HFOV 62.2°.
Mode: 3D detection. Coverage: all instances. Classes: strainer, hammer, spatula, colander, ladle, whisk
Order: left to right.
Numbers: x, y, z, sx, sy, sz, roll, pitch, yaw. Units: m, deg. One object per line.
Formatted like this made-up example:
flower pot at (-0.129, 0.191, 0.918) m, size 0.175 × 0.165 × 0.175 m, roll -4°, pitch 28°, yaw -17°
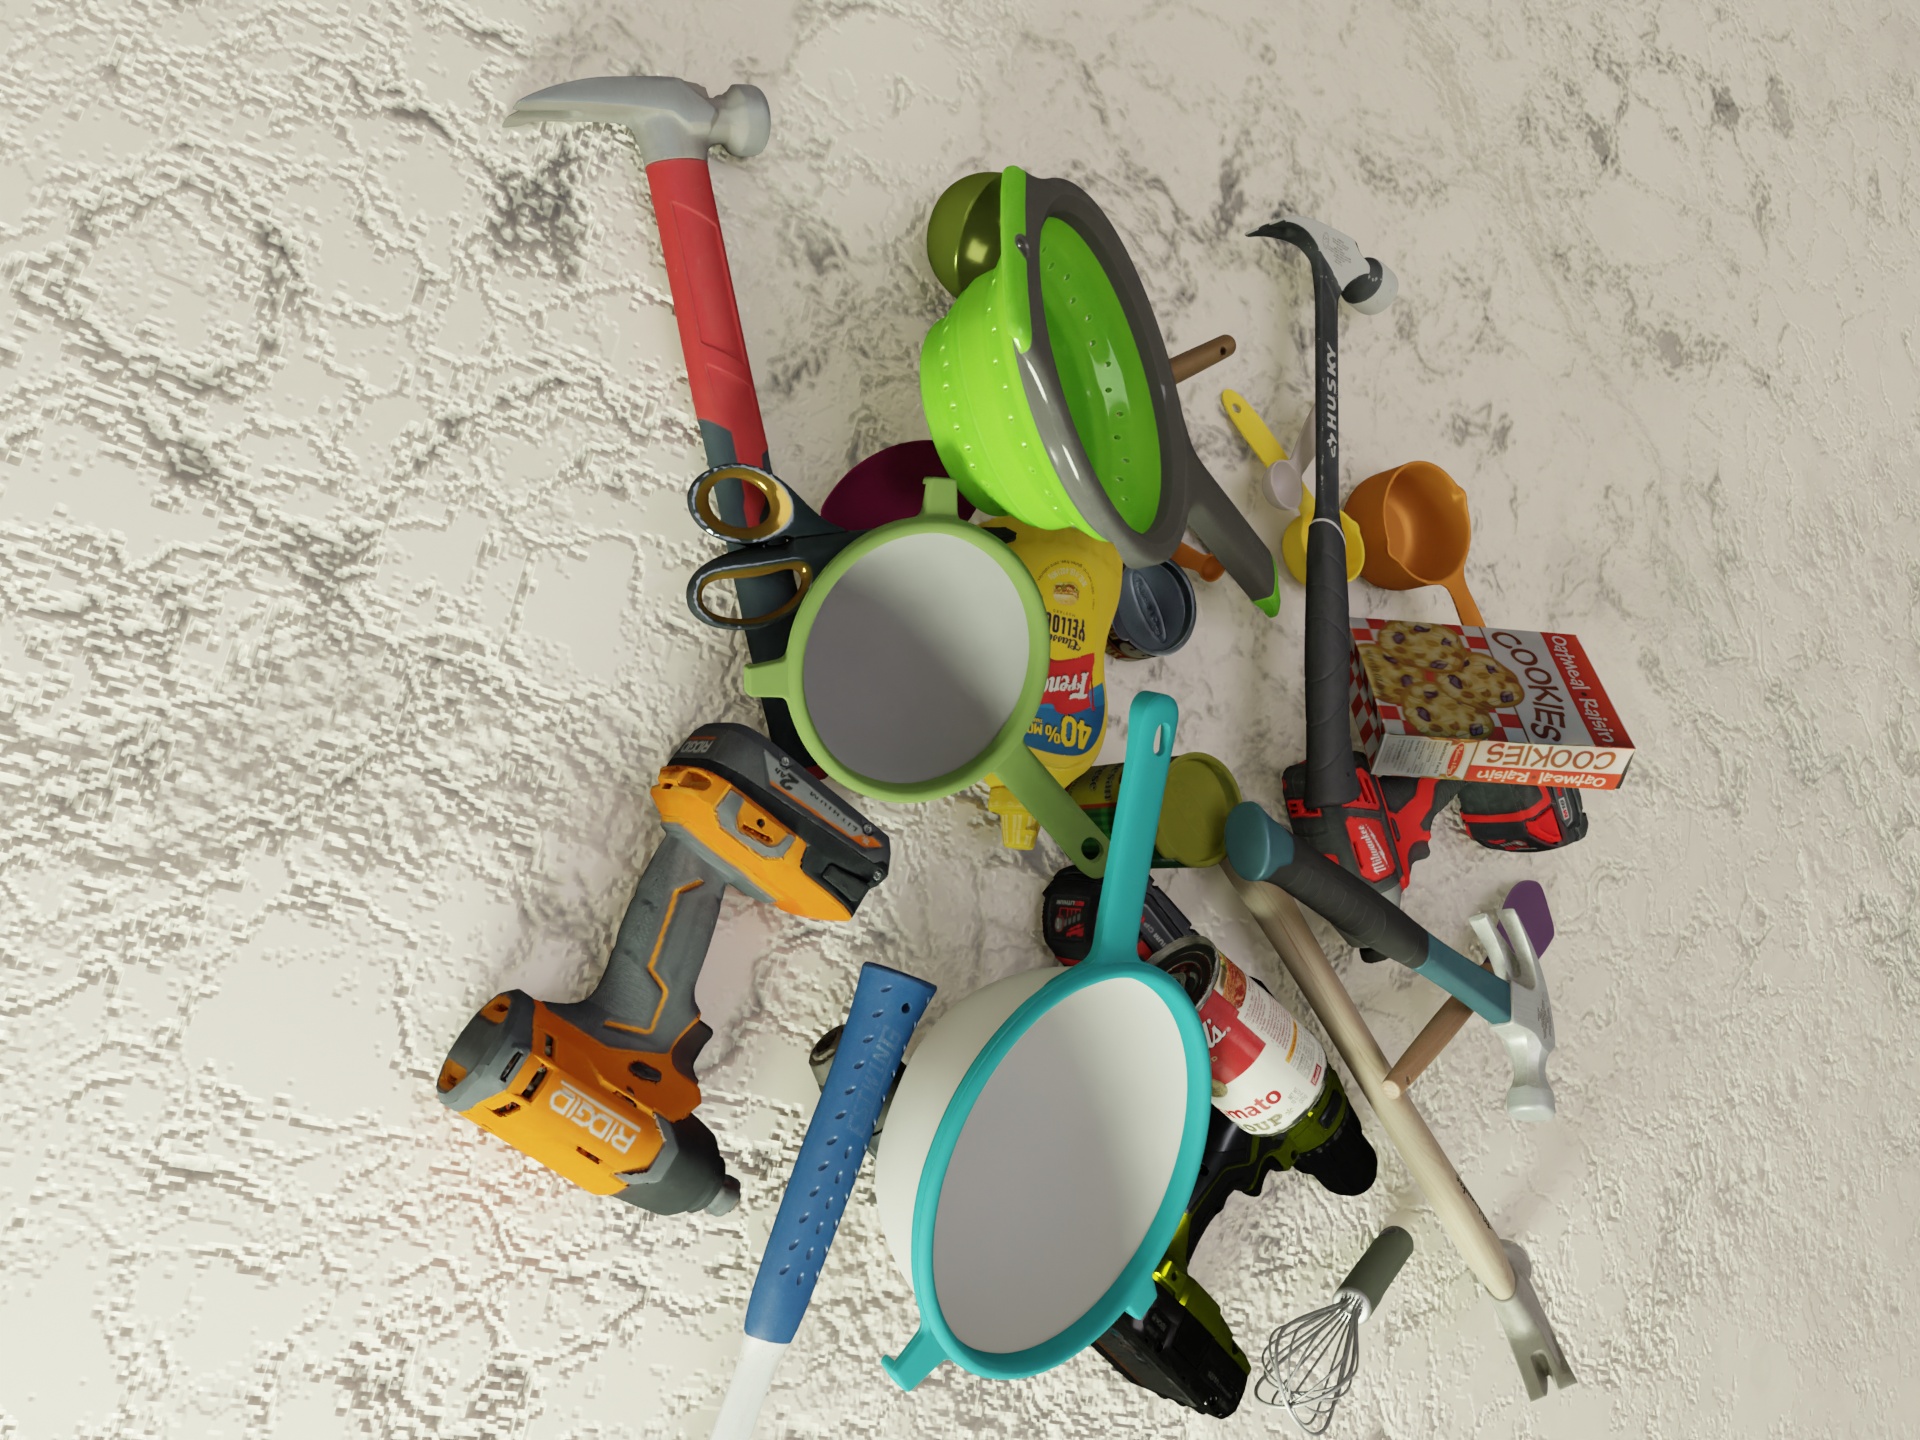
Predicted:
hammer at (-0.136, -0.152, 0.858) m, size 0.143 × 0.038 × 0.386 m, roll -13°, pitch 91°, yaw -31°
hammer at (-0.105, 0.317, 0.792) m, size 0.144 × 0.035 × 0.405 m, roll 24°, pitch 82°, yaw -27°
strainer at (-0.001, -0.003, 0.869) m, size 0.151 × 0.069 × 0.256 m, roll -48°, pitch 121°, yaw -10°
strainer at (0.039, 0.147, 0.797) m, size 0.210 × 0.095 × 0.340 m, roll 7°, pitch 95°, yaw -46°
colander at (0.082, -0.143, 0.909) m, size 0.396 × 0.094 × 0.205 m, roll 36°, pitch 47°, yaw -53°
ladle at (0.093, -0.206, 0.997) m, size 0.320 × 0.062 × 0.078 m, roll 45°, pitch 64°, yaw -23°
hammer at (0.240, -0.142, 1.045) m, size 0.149 × 0.036 × 0.409 m, roll 17°, pitch 70°, yaw -43°
whisk at (0.239, 0.366, 0.981) m, size 0.246 × 0.058 × 0.059 m, roll -10°, pitch 74°, yaw -59°
hammer at (0.277, 0.245, 1.033) m, size 0.038 × 0.146 × 0.410 m, roll -31°, pitch 99°, yaw 12°
hammer at (0.274, 0.137, 0.982) m, size 0.330 × 0.033 × 0.128 m, roll 32°, pitch 53°, yaw -34°
spatula at (0.353, 0.180, 1.088) m, size 0.316 × 0.018 × 0.060 m, roll -26°, pitch 99°, yaw -50°

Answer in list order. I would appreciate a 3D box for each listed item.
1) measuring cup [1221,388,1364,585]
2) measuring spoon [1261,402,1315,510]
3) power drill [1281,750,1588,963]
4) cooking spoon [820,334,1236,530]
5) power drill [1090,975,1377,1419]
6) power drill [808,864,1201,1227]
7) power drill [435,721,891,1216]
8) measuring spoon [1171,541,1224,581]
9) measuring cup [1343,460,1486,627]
measuring cup at (0.220, -0.158, 1.093) m, size 0.062 × 0.029 × 0.156 m, roll -35°, pitch 91°, yaw -32°
measuring spoon at (0.230, -0.185, 1.085) m, size 0.034 × 0.018 × 0.124 m, roll 50°, pitch 50°, yaw -22°
power drill at (0.326, 0.070, 1.101) m, size 0.219 × 0.078 × 0.143 m, roll -19°, pitch 94°, yaw -29°
cooking spoon at (0.049, -0.169, 0.945) m, size 0.319 × 0.017 × 0.068 m, roll -30°, pitch 115°, yaw -26°
power drill at (0.167, 0.297, 0.975) m, size 0.190 × 0.080 × 0.228 m, roll 50°, pitch 60°, yaw -26°
power drill at (0.035, 0.183, 0.908) m, size 0.187 × 0.080 × 0.227 m, roll 49°, pitch 66°, yaw -18°
power drill at (-0.132, 0.133, 0.807) m, size 0.164 × 0.084 × 0.226 m, roll 41°, pitch 69°, yaw -24°
measuring spoon at (0.124, -0.116, 1.032) m, size 0.116 × 0.011 × 0.021 m, roll 18°, pitch 106°, yaw -27°
measuring cup at (0.332, -0.100, 1.136) m, size 0.095 × 0.052 × 0.173 m, roll -36°, pitch 106°, yaw -30°
